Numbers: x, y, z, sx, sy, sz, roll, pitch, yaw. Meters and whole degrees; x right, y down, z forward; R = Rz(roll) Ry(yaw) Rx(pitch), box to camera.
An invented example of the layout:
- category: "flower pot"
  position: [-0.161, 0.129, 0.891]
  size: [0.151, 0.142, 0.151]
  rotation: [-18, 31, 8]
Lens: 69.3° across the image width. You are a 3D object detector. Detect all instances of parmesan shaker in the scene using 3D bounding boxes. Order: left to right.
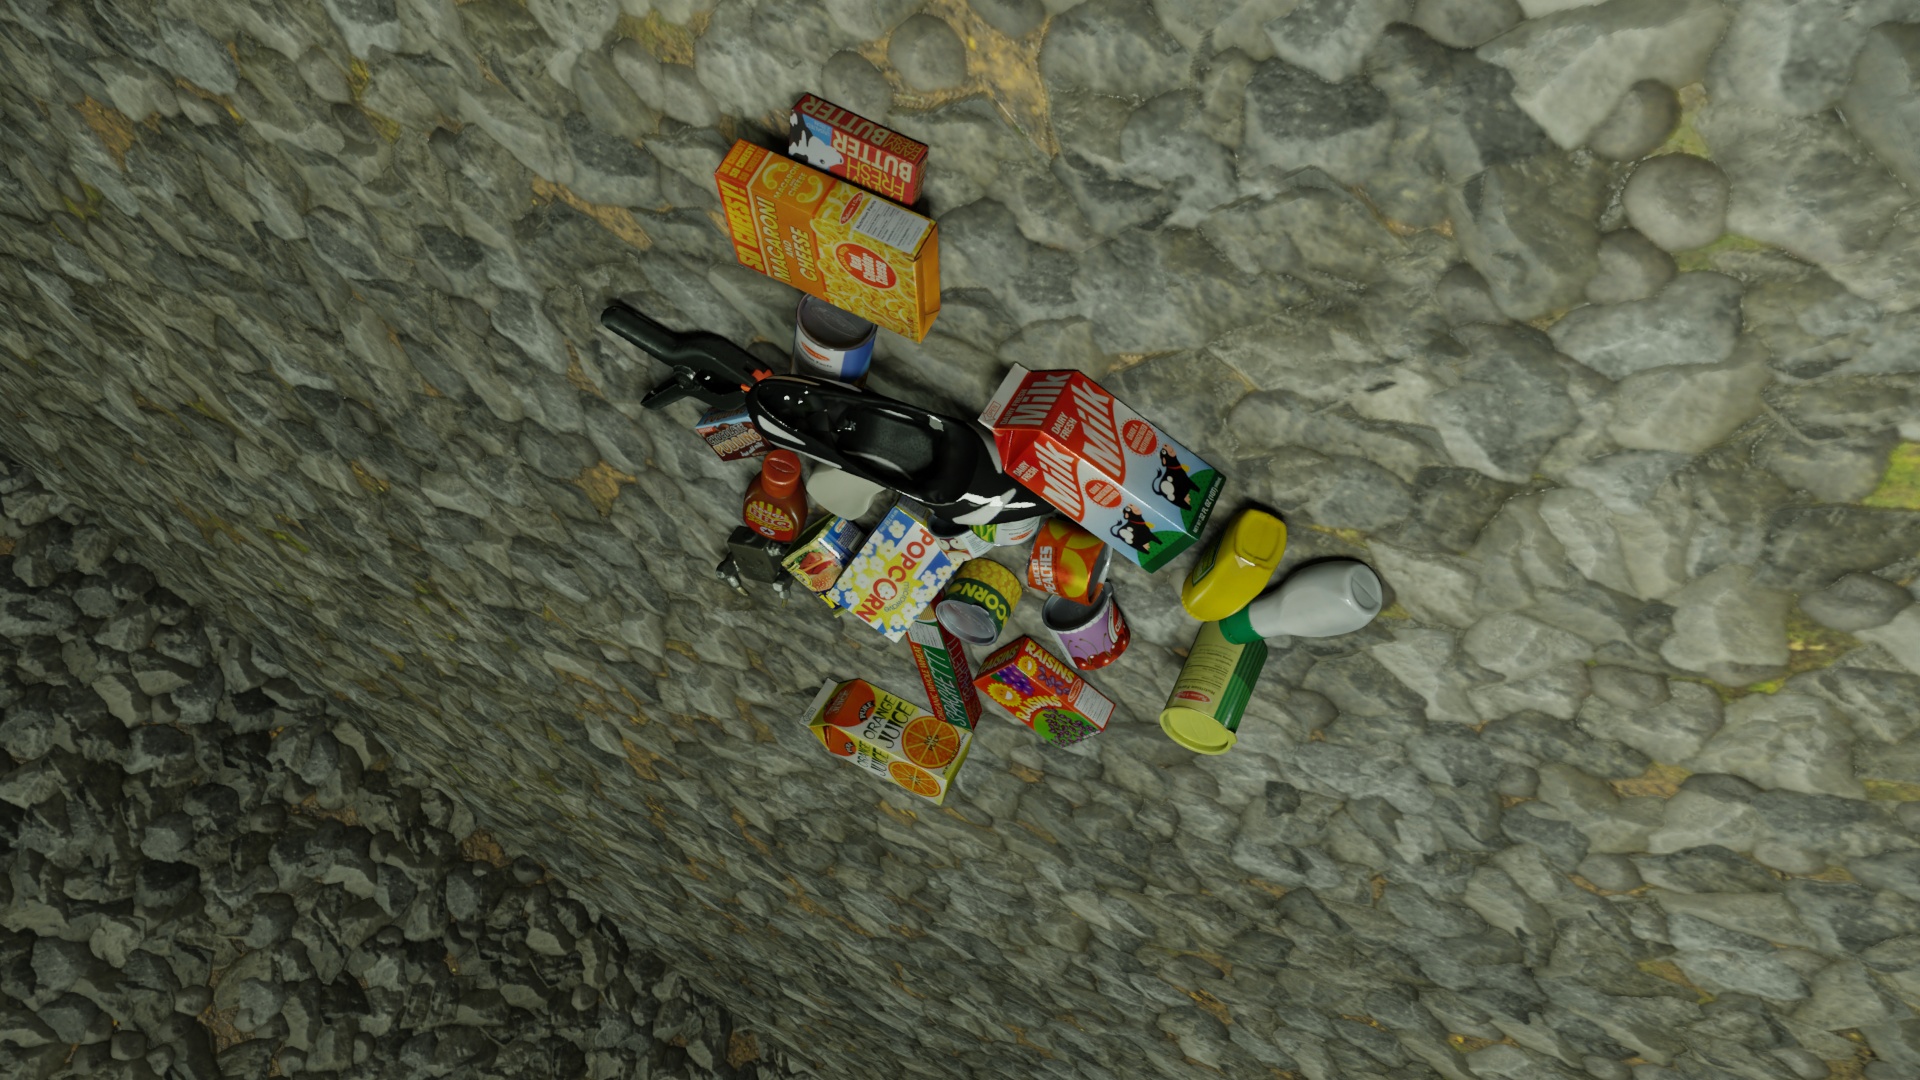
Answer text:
- category: "parmesan shaker"
  position: [0.228, 0.130, 1.231]
  size: [0.071, 0.103, 0.071]
  rotation: [21, 146, 15]

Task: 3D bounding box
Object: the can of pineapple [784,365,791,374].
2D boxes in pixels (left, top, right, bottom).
- category: "can of pineapple"
  position: [-0.126, -0.126, 1.218]
  size: [0.071, 0.058, 0.070]
  rotation: [21, 146, 15]

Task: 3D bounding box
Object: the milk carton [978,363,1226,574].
- category: "milk carton"
  position: [0.106, -0.064, 1.103]
  size: [0.190, 0.073, 0.073]
  rotation: [35, 147, -6]

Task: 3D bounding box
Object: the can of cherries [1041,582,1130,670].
- category: "can of cherries"
  position: [0.119, 0.077, 1.284]
  size: [0.071, 0.072, 0.058]
  rotation: [0, 136, 38]

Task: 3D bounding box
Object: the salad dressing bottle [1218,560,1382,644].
- category: "salad dressing bottle"
  position: [0.278, 0.056, 1.152]
  size: [0.064, 0.044, 0.147]
  rotation: [42, 147, -19]

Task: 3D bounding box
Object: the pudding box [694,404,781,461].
- category: "pudding box"
  position: [-0.210, -0.106, 1.336]
  size: [0.083, 0.030, 0.049]
  rotation: [-5, 132, 41]

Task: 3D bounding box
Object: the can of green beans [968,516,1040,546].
- category: "can of green beans"
  position: [0.039, -0.038, 1.196]
  size: [0.071, 0.071, 0.057]
  rotation: [24, 145, 12]

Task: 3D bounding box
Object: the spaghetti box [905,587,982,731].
- category: "spaghetti box"
  position: [-0.025, 0.118, 1.485]
  size: [0.050, 0.029, 0.248]
  rotation: [13, 143, 25]

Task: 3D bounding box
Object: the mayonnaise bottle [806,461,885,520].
- category: "mayonnaise bottle"
  position: [-0.087, -0.069, 1.279]
  size: [0.065, 0.041, 0.147]
  rotation: [36, 146, -13]

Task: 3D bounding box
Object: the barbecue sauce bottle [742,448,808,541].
- category: "barbecue sauce bottle"
  position: [-0.178, -0.045, 1.355]
  size: [0.065, 0.044, 0.148]
  rotation: [22, 158, -2]

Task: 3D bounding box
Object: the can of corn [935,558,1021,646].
- category: "can of corn"
  position: [0.020, 0.058, 1.343]
  size: [0.071, 0.058, 0.070]
  rotation: [21, 145, 16]

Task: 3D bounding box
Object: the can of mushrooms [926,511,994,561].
- category: "can of mushrooms"
  position: [0.004, -0.016, 1.254]
  size: [0.071, 0.071, 0.033]
  rotation: [0, 137, 38]

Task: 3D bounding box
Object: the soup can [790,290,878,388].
- category: "soup can"
  position: [-0.103, -0.162, 1.147]
  size: [0.071, 0.072, 0.083]
  rotation: [28, 151, 4]

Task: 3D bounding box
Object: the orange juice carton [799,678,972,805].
- category: "orange juice carton"
  position: [-0.090, 0.229, 1.642]
  size: [0.193, 0.072, 0.072]
  rotation: [24, 145, 10]

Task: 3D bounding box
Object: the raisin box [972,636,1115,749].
- category: "raisin box"
  position: [0.086, 0.159, 1.441]
  size: [0.123, 0.040, 0.085]
  rotation: [38, 147, -12]

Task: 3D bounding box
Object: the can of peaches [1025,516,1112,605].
- category: "can of peaches"
  position: [0.096, 0.019, 1.222]
  size: [0.058, 0.071, 0.071]
  rotation: [18, 144, 18]

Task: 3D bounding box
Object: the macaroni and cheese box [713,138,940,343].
- category: "macaroni and cheese box"
  position: [-0.097, -0.227, 1.059]
  size: [0.166, 0.040, 0.123]
  rotation: [26, 161, 10]

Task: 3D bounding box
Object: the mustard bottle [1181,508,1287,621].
- category: "mustard bottle"
  position: [0.217, 0.032, 1.150]
  size: [0.049, 0.065, 0.159]
  rotation: [26, 151, 0]

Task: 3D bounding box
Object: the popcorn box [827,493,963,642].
- category: "popcorn box"
  position: [-0.058, 0.027, 1.334]
  size: [0.085, 0.038, 0.126]
  rotation: [35, 117, -7]

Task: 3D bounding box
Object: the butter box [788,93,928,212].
- category: "butter box"
  position: [-0.074, -0.279, 1.008]
  size: [0.103, 0.024, 0.052]
  rotation: [26, 147, 9]
